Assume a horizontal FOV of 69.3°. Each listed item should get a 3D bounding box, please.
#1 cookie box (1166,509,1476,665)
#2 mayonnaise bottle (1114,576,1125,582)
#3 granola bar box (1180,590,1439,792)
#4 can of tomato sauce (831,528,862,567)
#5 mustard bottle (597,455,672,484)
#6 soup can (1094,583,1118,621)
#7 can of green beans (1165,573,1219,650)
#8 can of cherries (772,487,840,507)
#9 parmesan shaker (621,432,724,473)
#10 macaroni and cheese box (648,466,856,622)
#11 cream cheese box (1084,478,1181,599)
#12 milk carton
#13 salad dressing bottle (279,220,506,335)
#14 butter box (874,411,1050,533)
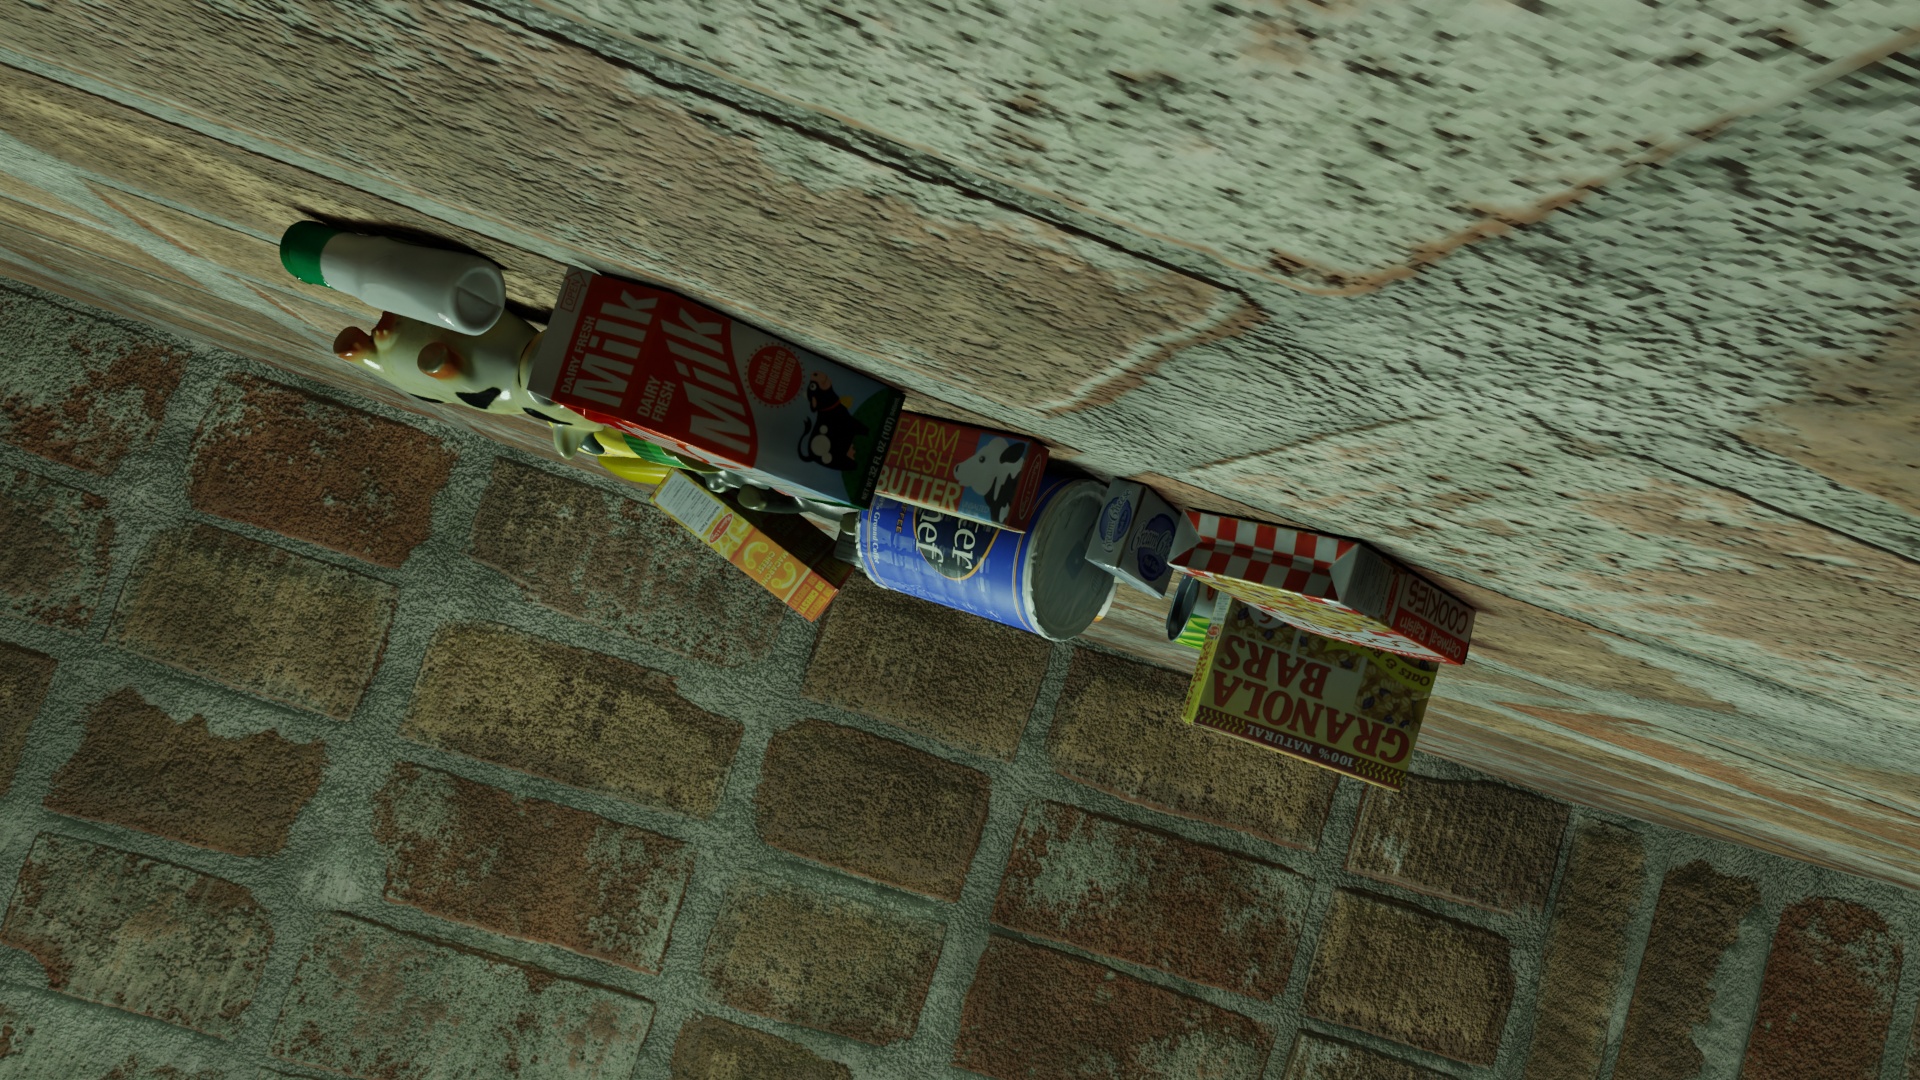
[{"bbox_3d":[0.227,0.031,0.864,0.123,0.040,0.167,13,173,45],"label":"cookie box"},{"bbox_3d":[0.100,0.001,1.001,0.065,0.041,0.148,16,174,10],"label":"mayonnaise bottle"},{"bbox_3d":[0.262,0.101,1.028,0.166,0.124,0.039,18,176,-3],"label":"granola bar box"},{"bbox_3d":[-0.063,-0.015,1.165,0.071,0.083,0.071,18,175,2],"label":"can of tomato sauce"},{"bbox_3d":[-0.267,-0.081,1.323,0.160,0.065,0.048,11,169,21],"label":"mustard bottle"},{"bbox_3d":[0.087,0.025,1.173,0.084,0.071,0.071,18,175,-7],"label":"soup can"},{"bbox_3d":[0.203,0.057,1.098,0.058,0.071,0.071,18,175,-5],"label":"can of green beans"},{"bbox_3d":[-0.092,-0.058,0.884,0.071,0.071,0.058,22,175,-37],"label":"can of cherries"},{"bbox_3d":[-0.196,-0.083,0.977,0.071,0.071,0.103,21,175,-31],"label":"parmesan shaker"},{"bbox_3d":[-0.169,-0.007,1.170,0.166,0.040,0.124,38,-169,-3],"label":"macaroni and cheese box"},{"bbox_3d":[0.112,0.000,0.863,0.024,0.053,0.103,18,175,27],"label":"cream cheese box"},{"bbox_3d":[-0.134,-0.080,0.755,0.190,0.072,0.073,20,175,-31],"label":"milk carton"},{"bbox_3d":[-0.335,-0.157,0.813,0.148,0.044,0.064,17,177,24],"label":"salad dressing bottle"},{"bbox_3d":[-0.002,-0.041,0.819,0.103,0.053,0.024,16,177,34],"label":"butter box"}]
